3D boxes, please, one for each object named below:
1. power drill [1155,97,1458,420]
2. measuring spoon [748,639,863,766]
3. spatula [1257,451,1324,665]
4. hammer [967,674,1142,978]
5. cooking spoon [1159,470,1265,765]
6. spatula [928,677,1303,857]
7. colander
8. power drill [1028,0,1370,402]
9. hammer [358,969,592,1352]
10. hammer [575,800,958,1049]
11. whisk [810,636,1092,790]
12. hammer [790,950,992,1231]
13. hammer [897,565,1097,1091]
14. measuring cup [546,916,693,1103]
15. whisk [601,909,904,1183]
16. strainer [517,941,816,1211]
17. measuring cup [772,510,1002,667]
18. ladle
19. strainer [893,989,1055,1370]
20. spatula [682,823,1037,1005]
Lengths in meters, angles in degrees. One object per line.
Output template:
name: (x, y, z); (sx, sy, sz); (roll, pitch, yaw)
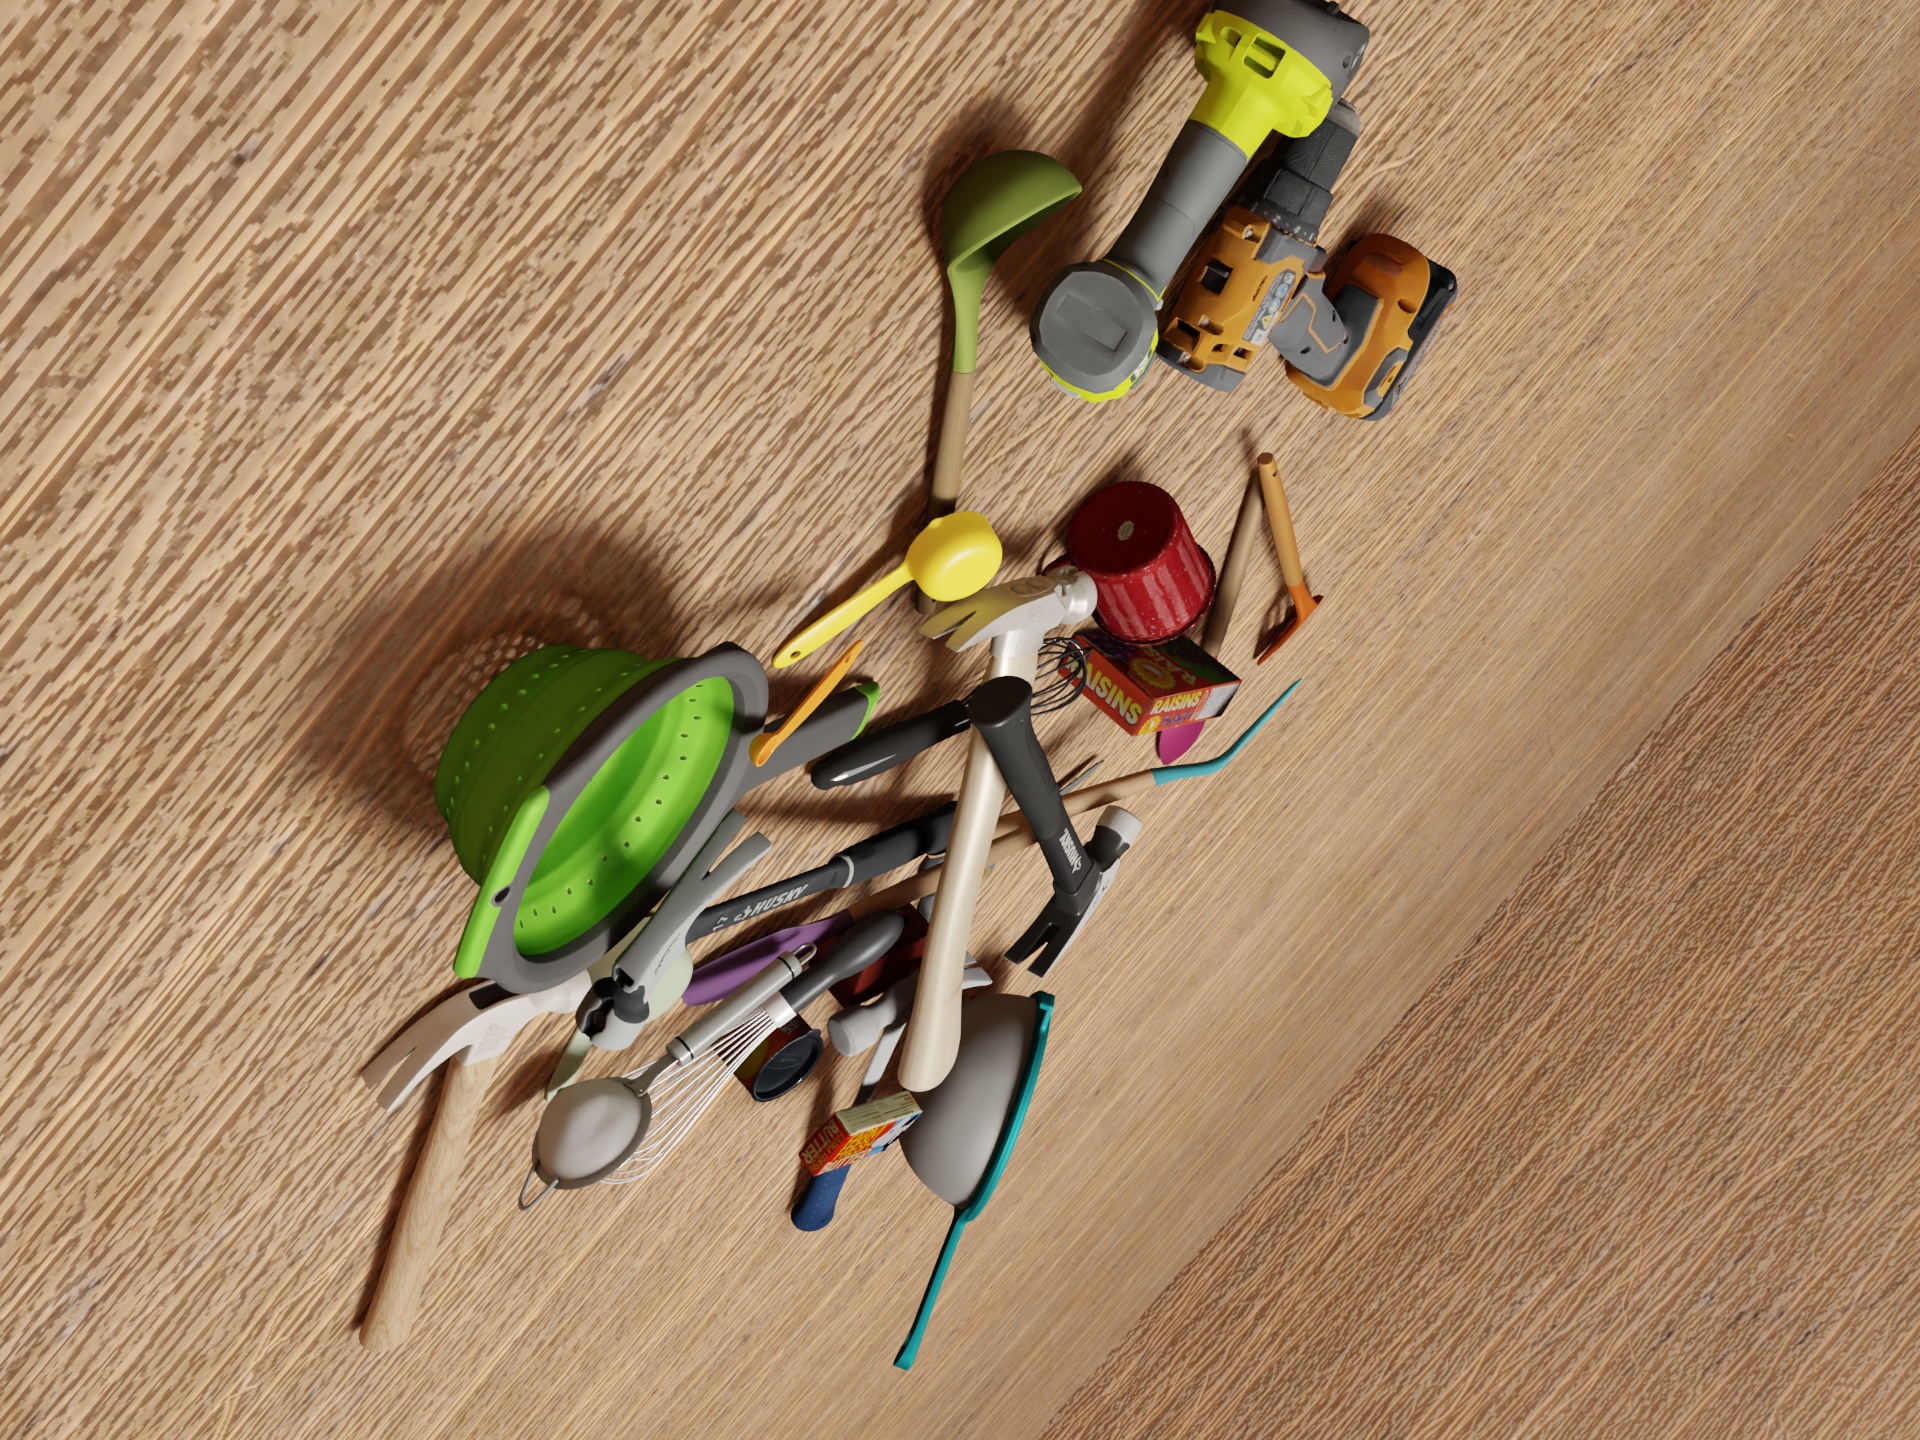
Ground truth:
power drill: (0.240, -0.296, 1.046); (0.226, 0.084, 0.185); (1, 123, -48)
measuring spoon: (-0.085, -0.013, 0.877); (0.117, 0.011, 0.021); (-52, 169, -45)
spatula: (0.262, -0.131, 1.300); (0.081, 0.041, 0.322); (-49, 151, -7)
hammer: (0.054, 0.065, 1.074); (0.146, 0.035, 0.334); (-56, 154, -15)
cooking spoon: (0.215, -0.076, 1.330); (0.069, 0.017, 0.318); (-31, 147, -33)
spatula: (0.121, 0.043, 1.239); (0.317, 0.044, 0.082); (-18, 169, -3)
colander: (-0.164, 0.011, 0.878); (0.204, 0.094, 0.397); (-62, 166, 22)
power drill: (0.120, -0.277, 0.871); (0.228, 0.080, 0.190); (-57, 178, 11)
hammer: (-0.338, 0.292, 1.017); (0.130, 0.031, 0.331); (-10, 134, -48)
hammer: (-0.084, 0.095, 1.023); (0.149, 0.036, 0.409); (-54, 165, 19)
whisk: (-0.003, -0.004, 1.104); (0.239, 0.055, 0.055); (-25, 143, -28)
hammer: (-0.082, 0.327, 1.337); (0.144, 0.035, 0.405); (-24, 151, -34)
hammer: (-0.002, 0.095, 1.091); (0.146, 0.038, 0.410); (-23, 133, -47)
measuring cup: (-0.230, 0.203, 1.046); (0.083, 0.038, 0.167); (-1, 128, -53)
whisk: (-0.156, 0.223, 1.126); (0.284, 0.070, 0.070); (-37, 149, -10)
strainer: (-0.196, 0.225, 1.064); (0.258, 0.087, 0.050); (-37, 129, -28)
measuring cup: (-0.043, -0.069, 0.955); (0.156, 0.029, 0.062); (-34, 153, 0)
ladle: (0.007, -0.173, 0.902); (0.078, 0.062, 0.320); (-37, 153, -36)
strainer: (-0.022, 0.383, 1.391); (0.211, 0.095, 0.340); (120, -8, -75)
spatula: (-0.058, 0.135, 1.169); (0.316, 0.018, 0.059); (-24, 145, -17)
